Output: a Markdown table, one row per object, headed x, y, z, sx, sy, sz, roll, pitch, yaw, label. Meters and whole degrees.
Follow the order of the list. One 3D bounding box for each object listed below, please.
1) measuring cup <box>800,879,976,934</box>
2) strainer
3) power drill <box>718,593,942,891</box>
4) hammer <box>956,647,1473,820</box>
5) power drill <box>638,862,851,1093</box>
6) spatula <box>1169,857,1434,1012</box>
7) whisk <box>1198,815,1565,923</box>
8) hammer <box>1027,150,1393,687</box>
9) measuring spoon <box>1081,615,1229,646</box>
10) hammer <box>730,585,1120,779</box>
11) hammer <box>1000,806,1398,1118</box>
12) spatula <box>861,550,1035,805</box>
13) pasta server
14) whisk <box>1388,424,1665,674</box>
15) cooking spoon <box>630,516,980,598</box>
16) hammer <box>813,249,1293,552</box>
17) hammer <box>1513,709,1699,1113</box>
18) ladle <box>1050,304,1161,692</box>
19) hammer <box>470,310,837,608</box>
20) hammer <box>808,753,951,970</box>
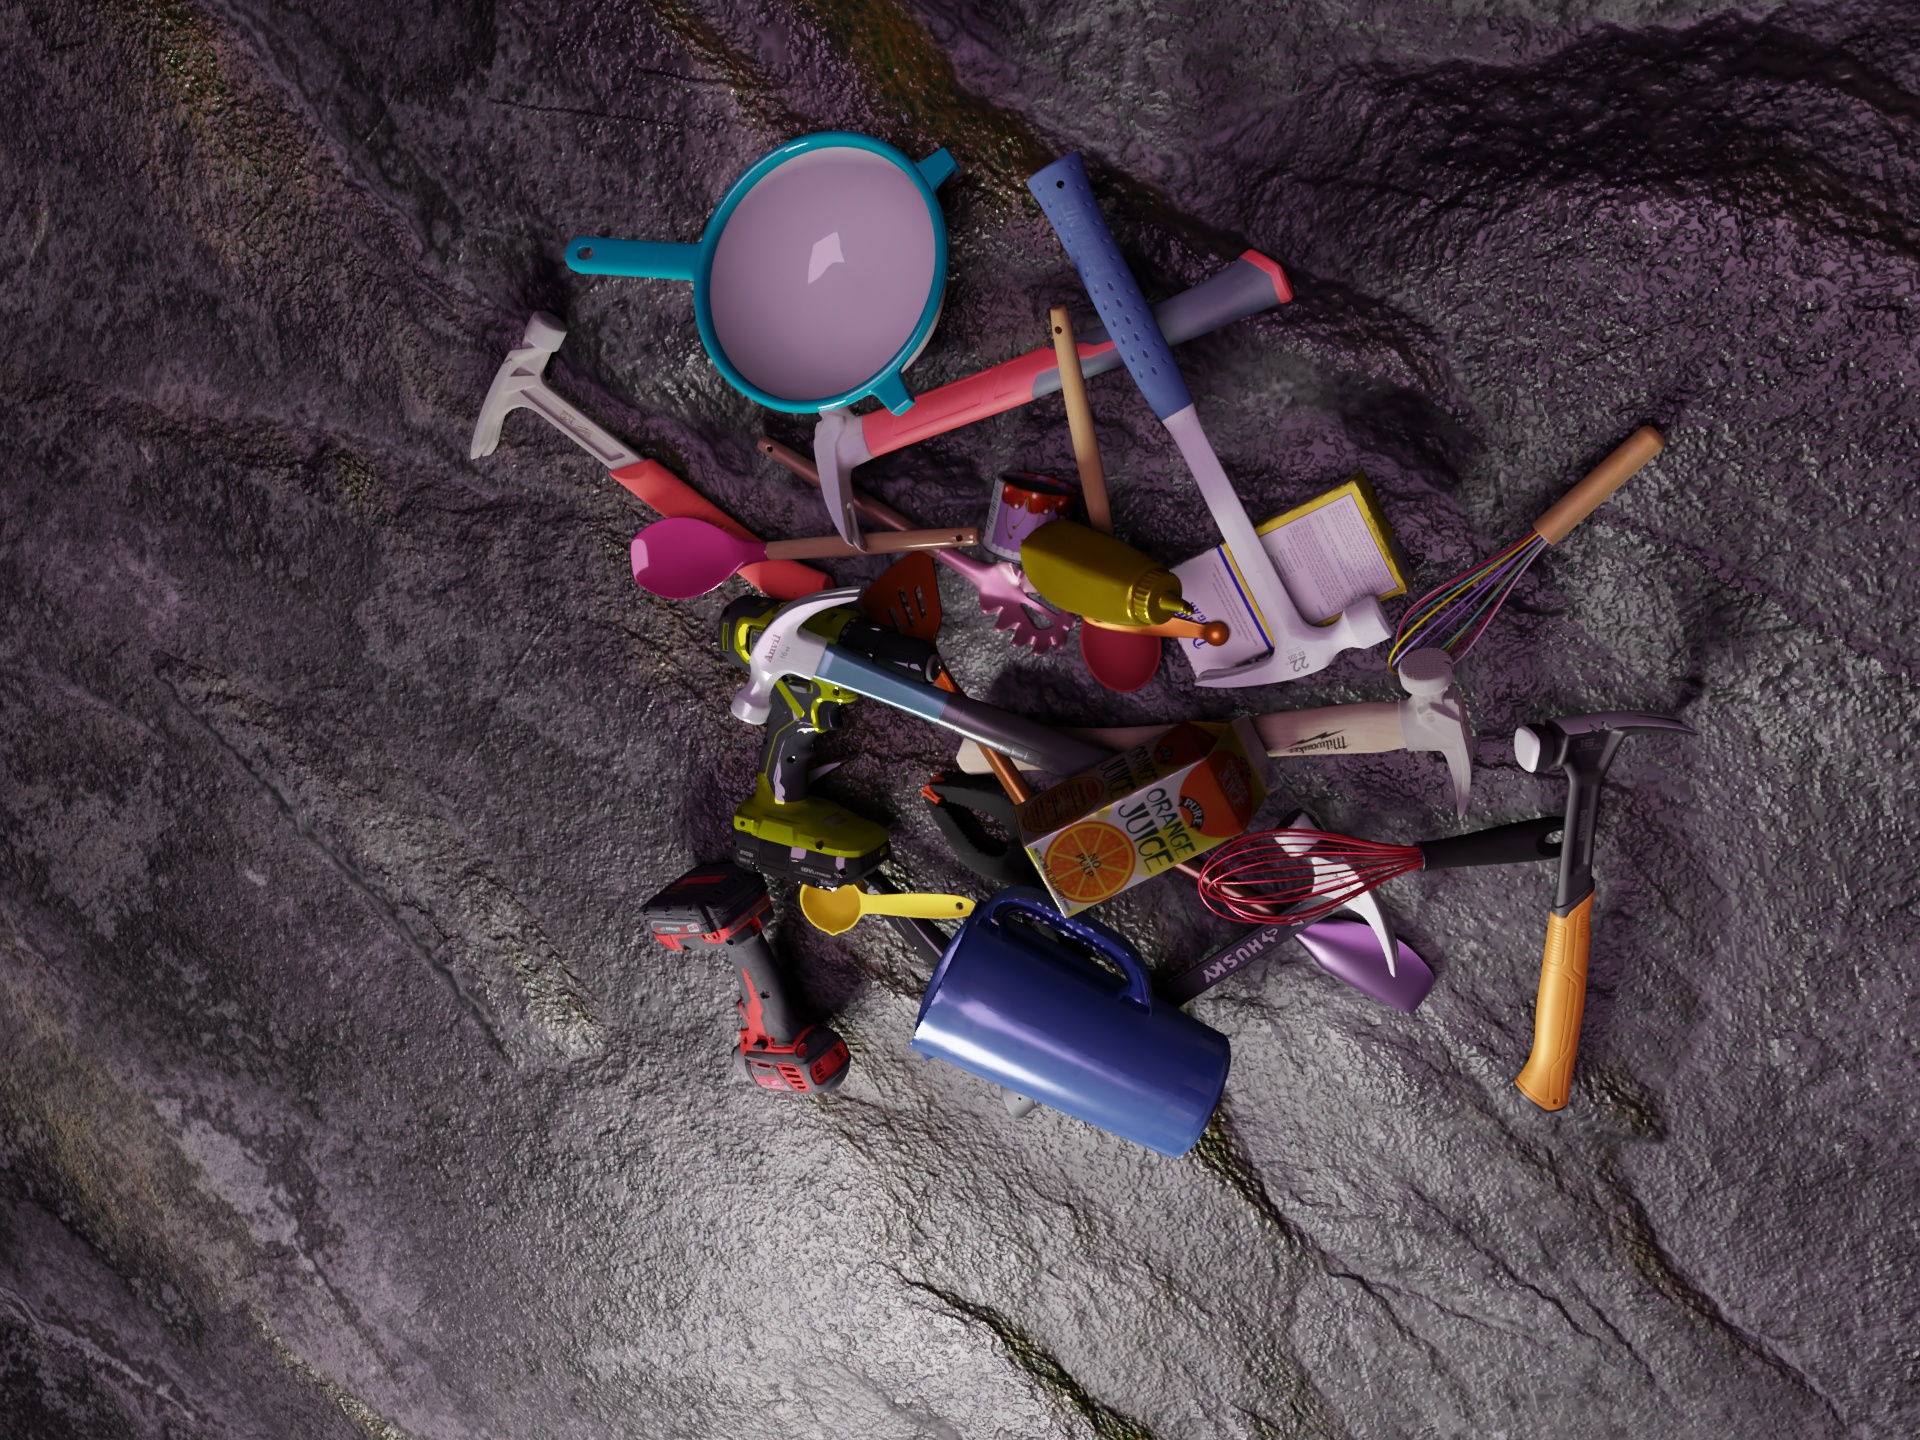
| x | y | z | sx | sy | sz | roll | pitch | yaw | label |
| --- | --- | --- | --- | --- | --- | --- | --- | --- | --- |
| -0.060 | 0.153 | 1.364 | 0.156 | 0.029 | 0.062 | 1 | 105 | 14 | measuring cup |
| -0.148 | -0.342 | 1.240 | 0.340 | 0.095 | 0.211 | 11 | 91 | 24 | strainer |
| -0.109 | 0.017 | 1.312 | 0.191 | 0.080 | 0.228 | 12 | 109 | 24 | power drill |
| 0.190 | 0.024 | 1.256 | 0.411 | 0.038 | 0.146 | -4 | 131 | 27 | hammer |
| -0.198 | 0.244 | 1.460 | 0.143 | 0.078 | 0.219 | -9 | 111 | 47 | power drill |
| 0.237 | 0.145 | 1.300 | 0.316 | 0.018 | 0.059 | 27 | 120 | 9 | spatula |
| 0.323 | 0.104 | 1.186 | 0.296 | 0.073 | 0.073 | -8 | 106 | -2 | whisk |
| 0.155 | -0.209 | 1.141 | 0.144 | 0.035 | 0.405 | -26 | 98 | 22 | hammer |
| 0.147 | -0.072 | 1.217 | 0.117 | 0.011 | 0.021 | 10 | 115 | 19 | measuring spoon |
| -0.002 | -0.004 | 1.232 | 0.331 | 0.033 | 0.128 | 21 | 109 | -8 | hammer |
| 0.181 | 0.234 | 1.331 | 0.149 | 0.036 | 0.409 | 47 | 121 | -4 | hammer |
| 0.021 | 0.008 | 1.289 | 0.081 | 0.041 | 0.323 | -37 | 81 | 25 | spatula |
| -0.039 | -0.150 | 1.287 | 0.316 | 0.040 | 0.060 | 33 | 106 | 13 | pasta server |
| 0.401 | -0.117 | 1.141 | 0.047 | 0.051 | 0.245 | 37 | 114 | -18 | whisk |
| -0.133 | -0.140 | 1.303 | 0.319 | 0.017 | 0.068 | -1 | 98 | 22 | cooking spoon |
| 0.064 | -0.249 | 1.201 | 0.386 | 0.038 | 0.143 | -16 | 75 | 22 | hammer |
| 0.463 | 0.150 | 1.191 | 0.127 | 0.034 | 0.336 | -6 | 115 | -9 | hammer |
| 0.103 | -0.161 | 1.202 | 0.069 | 0.031 | 0.315 | 3 | 125 | 27 | ladle |
| -0.259 | -0.189 | 1.367 | 0.359 | 0.037 | 0.149 | 38 | 117 | 6 | hammer |
| -0.040 | 0.174 | 1.387 | 0.335 | 0.035 | 0.146 | 43 | 117 | 10 | hammer |
